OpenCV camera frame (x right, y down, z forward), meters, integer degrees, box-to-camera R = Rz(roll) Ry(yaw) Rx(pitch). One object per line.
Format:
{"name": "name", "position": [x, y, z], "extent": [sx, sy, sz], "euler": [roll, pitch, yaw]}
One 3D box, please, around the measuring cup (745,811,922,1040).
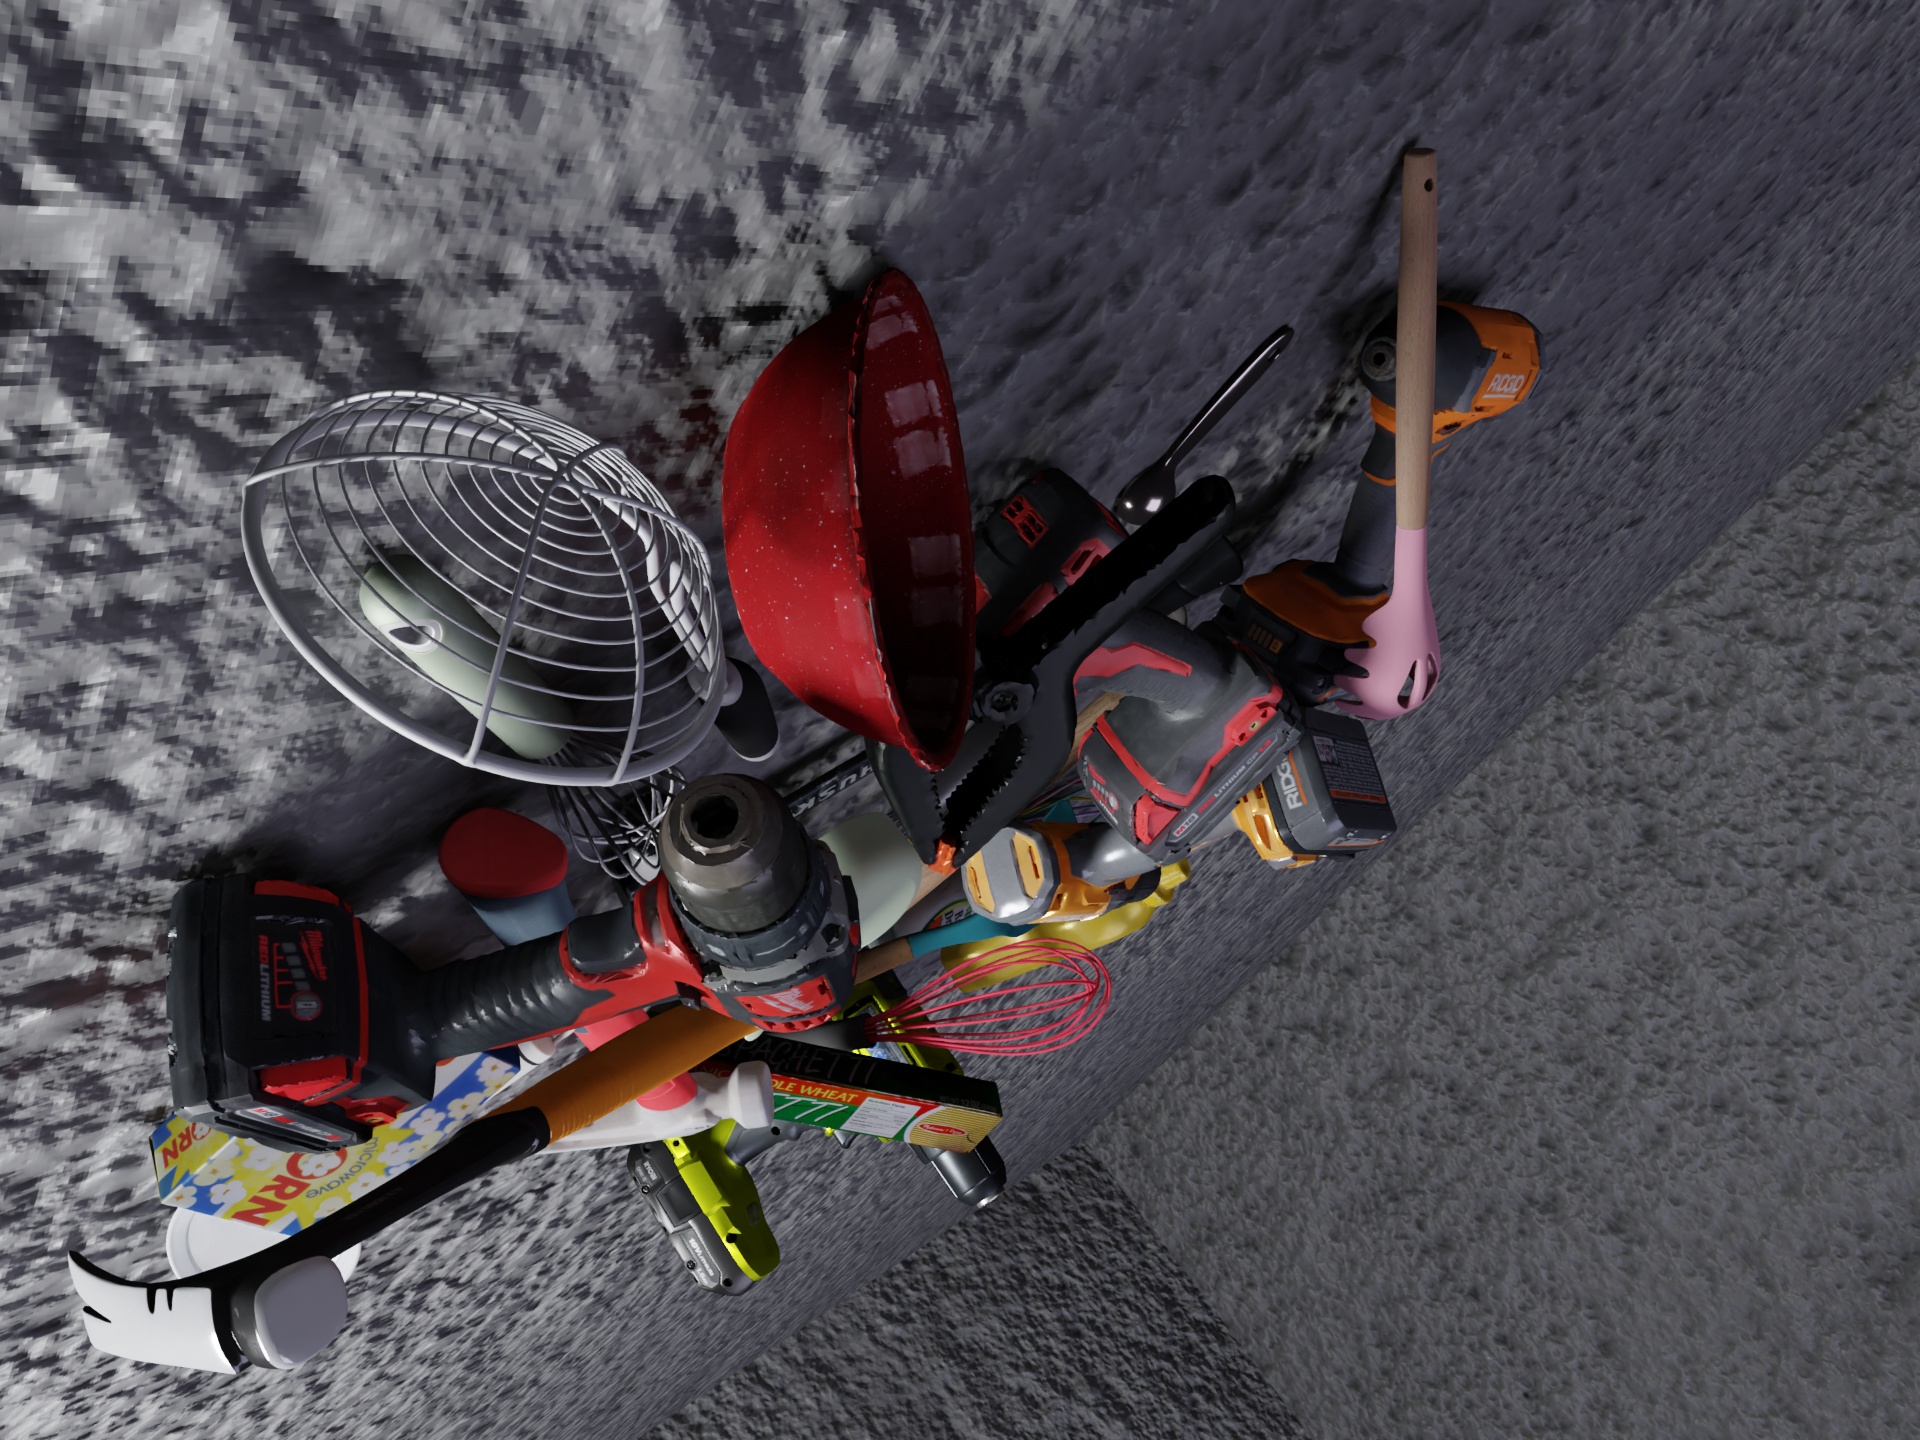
{"name": "measuring cup", "position": [-0.073, 0.122, 0.839], "extent": [0.083, 0.038, 0.167], "euler": [-11, 137, -49]}

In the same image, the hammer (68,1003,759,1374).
{"name": "hammer", "position": [-0.176, 0.162, 0.649], "extent": [0.127, 0.034, 0.337], "euler": [-10, -174, 32]}

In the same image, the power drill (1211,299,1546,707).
{"name": "power drill", "position": [0.225, -0.122, 0.875], "extent": [0.164, 0.084, 0.226], "euler": [-13, 133, -51]}

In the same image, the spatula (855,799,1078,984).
{"name": "spatula", "position": [-0.059, 0.149, 1.016], "extent": [0.317, 0.044, 0.082], "euler": [-22, 129, -7]}

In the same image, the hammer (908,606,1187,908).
{"name": "hammer", "position": [0.014, 0.060, 0.963], "extent": [0.331, 0.031, 0.130], "euler": [-40, 155, -10]}

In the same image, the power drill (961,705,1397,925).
{"name": "power drill", "position": [0.137, 0.068, 0.948], "extent": [0.226, 0.084, 0.185], "euler": [-23, 164, 28]}

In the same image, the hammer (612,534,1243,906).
{"name": "hammer", "position": [-0.001, -0.003, 0.840], "extent": [0.409, 0.036, 0.149], "euler": [-30, 160, -26]}

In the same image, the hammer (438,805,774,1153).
{"name": "hammer", "position": [-0.192, 0.143, 0.780], "extent": [0.143, 0.038, 0.386], "euler": [-8, 151, -1]}

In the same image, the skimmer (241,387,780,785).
{"name": "skimmer", "position": [-0.114, -0.010, 0.533], "extent": [0.090, 0.127, 0.363], "euler": [-41, 171, -8]}

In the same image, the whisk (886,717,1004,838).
{"name": "whisk", "position": [-0.031, 0.055, 0.905], "extent": [0.239, 0.055, 0.055], "euler": [-42, 161, -6]}

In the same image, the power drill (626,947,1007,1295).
{"name": "power drill", "position": [-0.097, 0.297, 1.112], "extent": [0.228, 0.191, 0.080], "euler": [-35, 168, 3]}

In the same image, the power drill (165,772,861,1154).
{"name": "power drill", "position": [-0.148, 0.080, 0.549], "extent": [0.226, 0.080, 0.187], "euler": [-11, 158, -3]}

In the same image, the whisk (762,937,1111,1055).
{"name": "whisk", "position": [-0.042, 0.200, 1.040], "extent": [0.296, 0.073, 0.073], "euler": [-15, 168, 18]}

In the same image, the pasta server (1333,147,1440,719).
{"name": "pasta server", "position": [0.219, -0.124, 0.788], "extent": [0.060, 0.040, 0.316], "euler": [-26, 128, -20]}

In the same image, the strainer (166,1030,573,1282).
{"name": "strainer", "position": [-0.277, 0.206, 0.747], "extent": [0.258, 0.086, 0.050], "euler": [-35, -154, 12]}

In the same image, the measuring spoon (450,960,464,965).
{"name": "measuring spoon", "position": [-0.272, 0.143, 0.712], "extent": [0.117, 0.011, 0.021], "euler": [-38, 157, -16]}

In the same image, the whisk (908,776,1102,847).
{"name": "whisk", "position": [0.044, 0.071, 1.082], "extent": [0.245, 0.047, 0.051], "euler": [-7, 144, -52]}

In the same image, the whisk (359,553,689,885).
{"name": "whisk", "position": [-0.147, 0.005, 0.572], "extent": [0.058, 0.059, 0.246], "euler": [-10, 156, 6]}

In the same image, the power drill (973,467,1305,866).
{"name": "power drill", "position": [0.061, -0.016, 0.773], "extent": [0.143, 0.079, 0.219], "euler": [-47, 136, 11]}

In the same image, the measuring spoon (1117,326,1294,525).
{"name": "measuring spoon", "position": [0.124, -0.141, 0.782], "extent": [0.124, 0.018, 0.034], "euler": [-48, 159, 23]}
